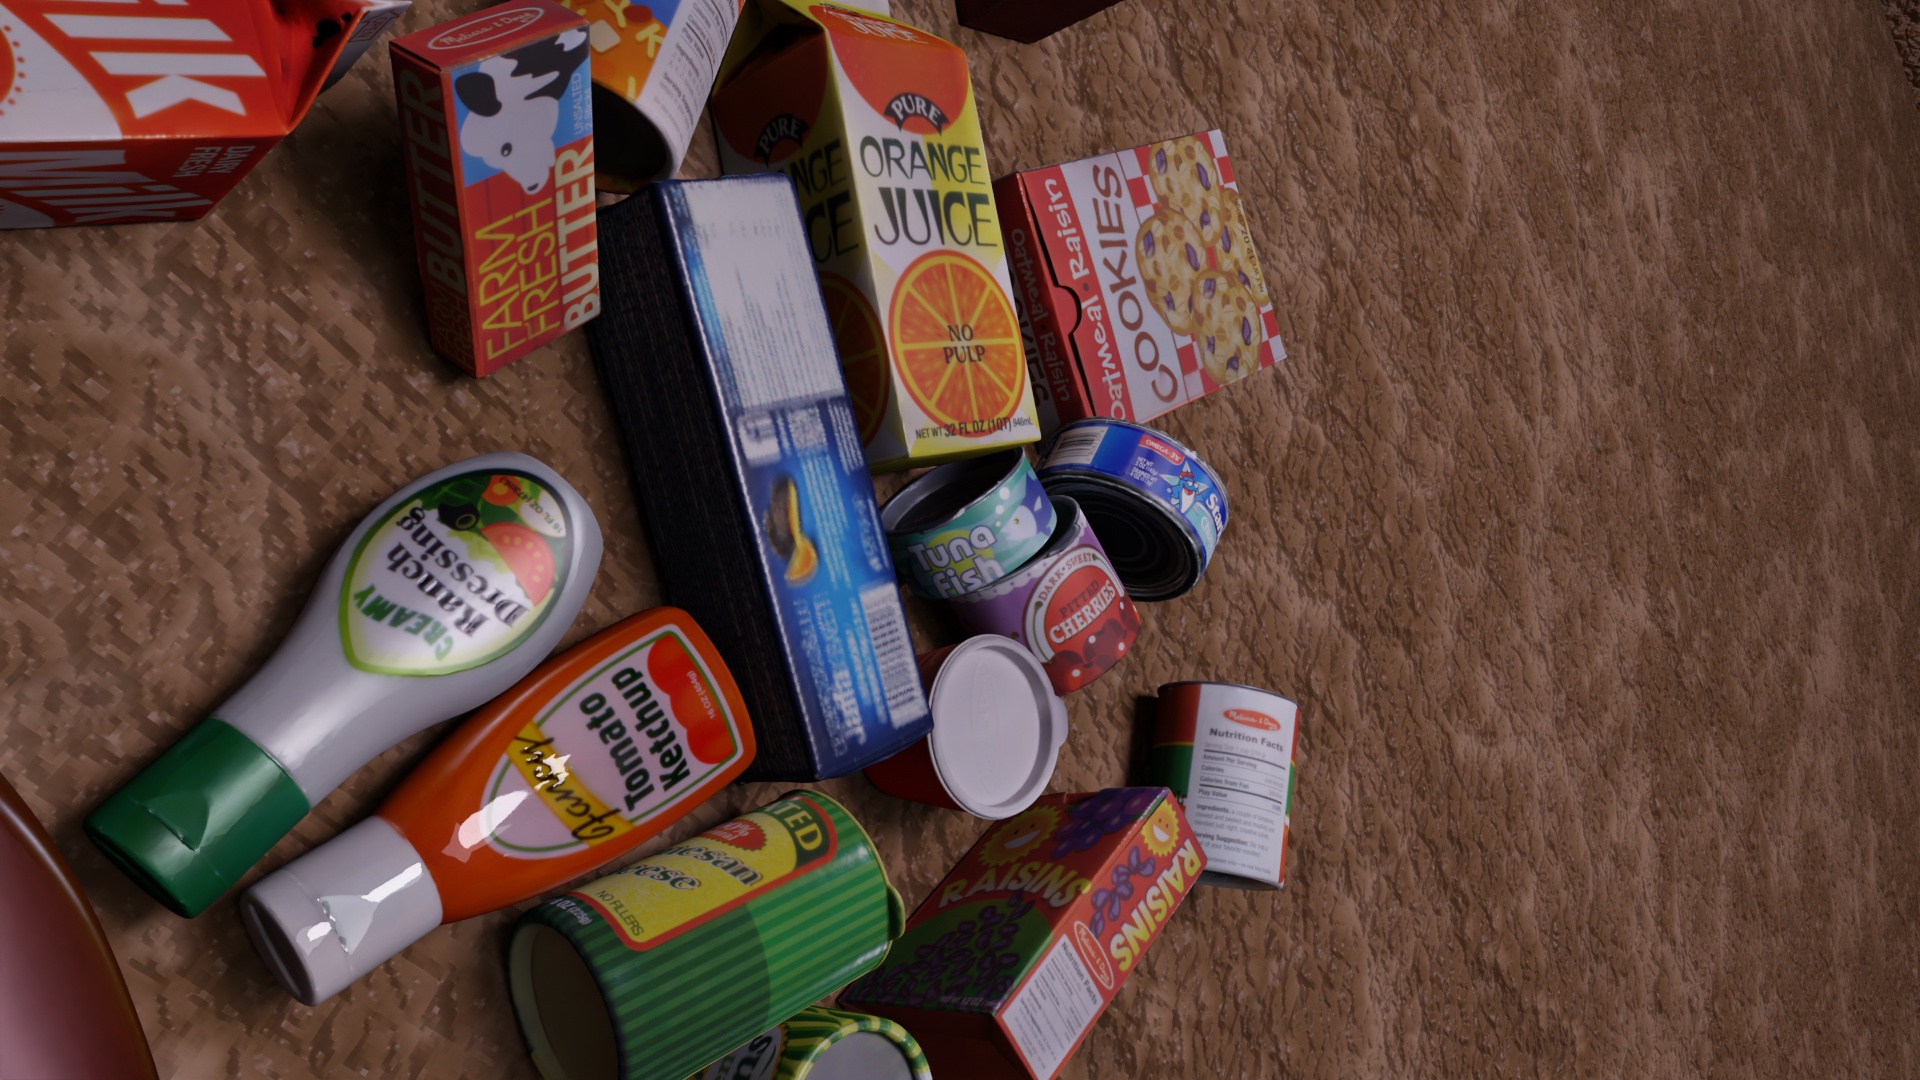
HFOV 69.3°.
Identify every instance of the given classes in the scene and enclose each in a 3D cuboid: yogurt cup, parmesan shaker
[{"bbox_3d":[-0.004,0.071,0.531,0.072,0.054,0.072,10,76,-43],"label":"yogurt cup"},{"bbox_3d":[-0.078,0.127,0.435,0.103,0.071,0.071,-17,95,-45],"label":"parmesan shaker"}]

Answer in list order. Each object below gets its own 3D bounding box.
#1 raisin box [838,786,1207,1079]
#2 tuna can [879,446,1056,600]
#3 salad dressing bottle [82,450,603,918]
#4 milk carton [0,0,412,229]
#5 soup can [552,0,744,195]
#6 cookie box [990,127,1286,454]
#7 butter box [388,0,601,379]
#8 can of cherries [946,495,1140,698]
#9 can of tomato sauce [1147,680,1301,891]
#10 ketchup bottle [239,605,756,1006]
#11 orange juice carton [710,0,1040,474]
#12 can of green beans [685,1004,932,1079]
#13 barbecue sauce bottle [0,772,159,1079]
[{"bbox_3d":[0.026,0.145,0.524,0.124,0.086,0.040,-40,106,-41],"label":"raisin box"},{"bbox_3d":[0.002,-0.007,0.540,0.071,0.071,0.032,-45,115,-39],"label":"tuna can"},{"bbox_3d":[-0.164,0.036,0.384,0.064,0.043,0.148,42,55,-4],"label":"salad dressing bottle"},{"bbox_3d":[-0.234,-0.117,0.326,0.191,0.072,0.073,-18,95,-45],"label":"milk carton"},{"bbox_3d":[-0.115,-0.168,0.460,0.071,0.071,0.084,32,62,-37],"label":"soup can"},{"bbox_3d":[0.084,-0.123,0.662,0.168,0.040,0.122,-26,101,-44],"label":"cookie box"},{"bbox_3d":[-0.135,-0.103,0.413,0.053,0.024,0.103,-42,153,-42],"label":"butter box"},{"bbox_3d":[0.033,0.024,0.564,0.072,0.071,0.058,-47,116,-39],"label":"can of cherries"},{"bbox_3d":[0.118,0.113,0.637,0.071,0.071,0.083,26,66,-39],"label":"can of tomato sauce"},{"bbox_3d":[-0.132,0.077,0.411,0.149,0.043,0.064,-33,100,-42],"label":"ketchup bottle"},{"bbox_3d":[-0.035,-0.122,0.521,0.072,0.073,0.192,-11,90,-45],"label":"orange juice carton"},{"bbox_3d":[-0.051,0.188,0.460,0.071,0.057,0.071,10,76,-43],"label":"can of green beans"},{"bbox_3d":[-0.236,0.077,0.309,0.065,0.043,0.148,-24,99,-44],"label":"barbecue sauce bottle"}]
